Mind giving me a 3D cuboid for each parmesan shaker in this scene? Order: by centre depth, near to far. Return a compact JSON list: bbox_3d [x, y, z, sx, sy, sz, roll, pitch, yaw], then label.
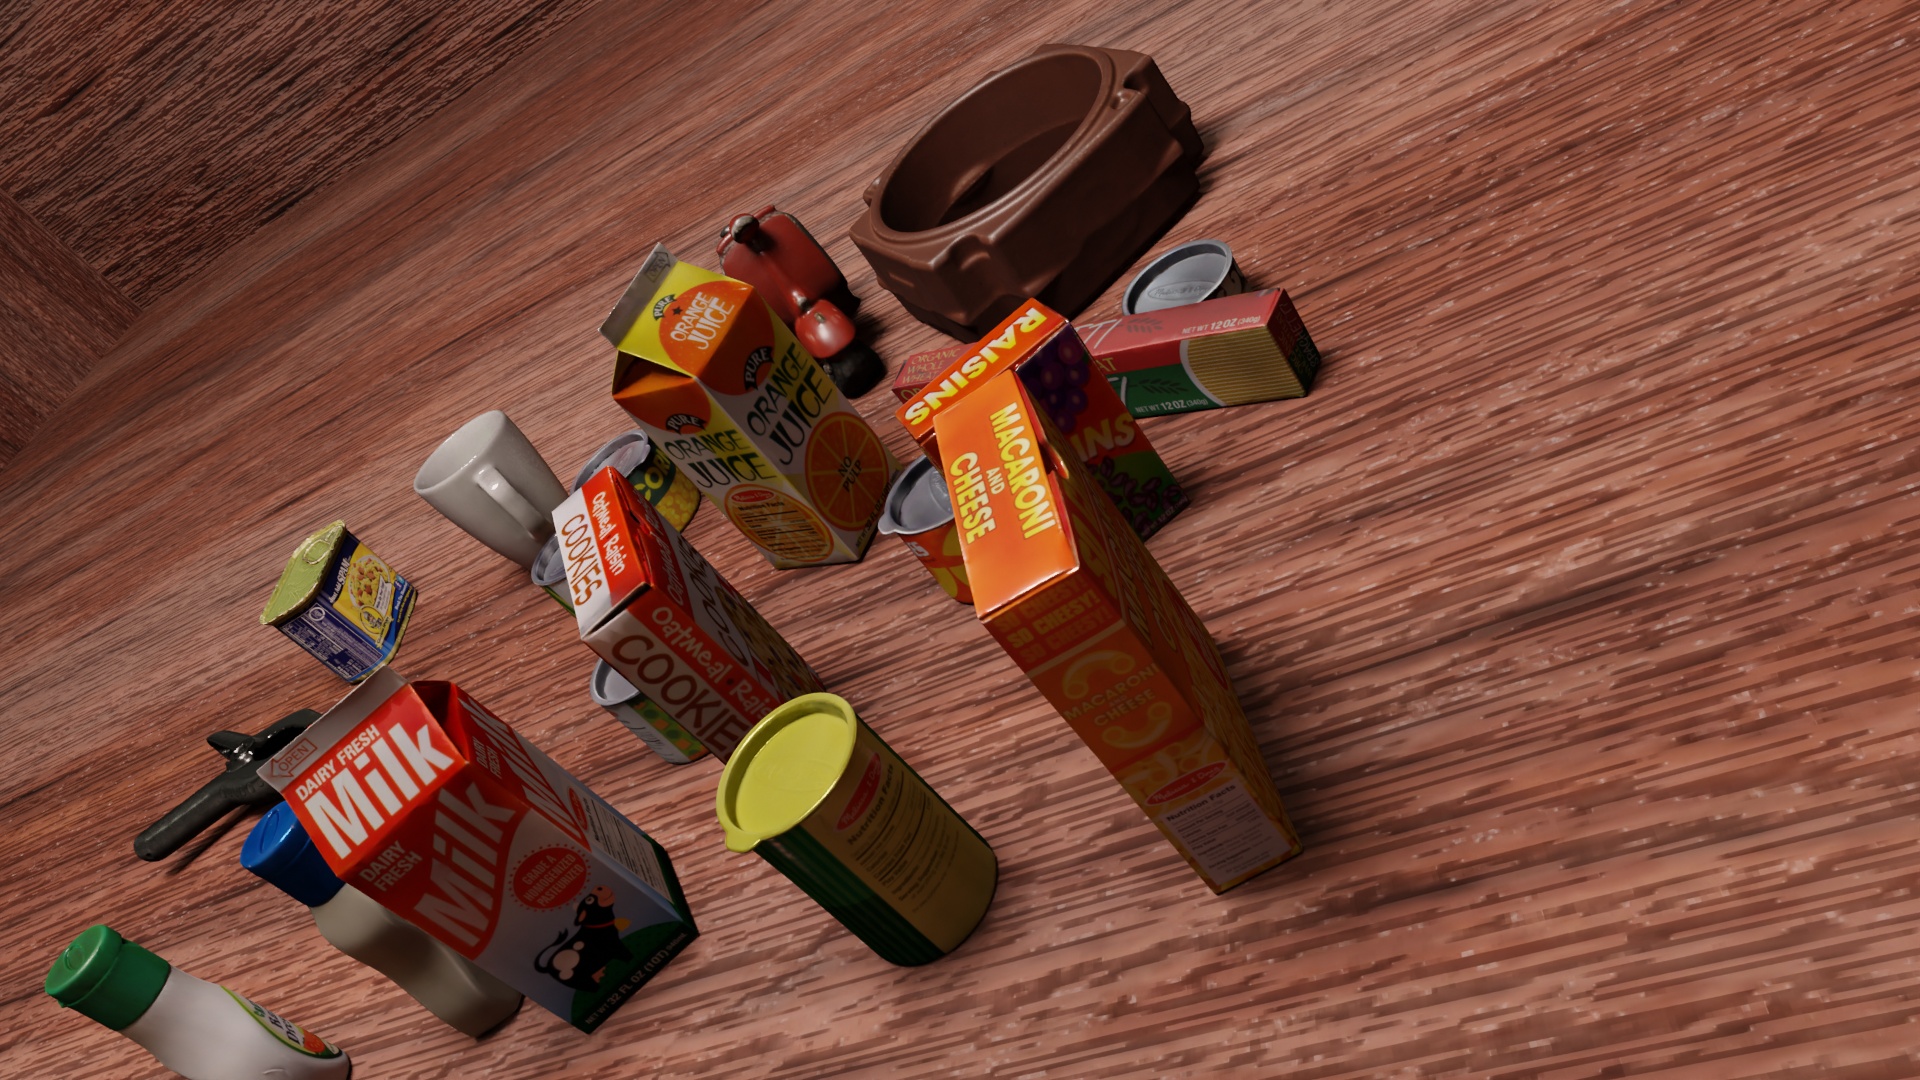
[{"bbox_3d":[-0.041,0.120,0.556,0.071,0.102,0.072,-25,36,20],"label":"parmesan shaker"}]

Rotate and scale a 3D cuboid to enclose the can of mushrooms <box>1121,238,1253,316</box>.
[{"bbox_3d":[0.122,-0.127,0.752,0.071,0.033,0.071,-25,36,20],"label":"can of mushrooms"}]

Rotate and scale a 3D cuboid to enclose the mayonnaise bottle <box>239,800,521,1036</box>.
[{"bbox_3d":[-0.273,0.178,0.668,0.041,0.147,0.065,-35,34,7],"label":"mayonnaise bottle"}]

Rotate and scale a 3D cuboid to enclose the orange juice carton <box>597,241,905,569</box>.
[{"bbox_3d":[-0.121,-0.072,0.775,0.073,0.192,0.072,-7,45,39],"label":"orange juice carton"}]

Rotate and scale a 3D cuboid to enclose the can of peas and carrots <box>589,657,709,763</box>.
[{"bbox_3d":[-0.155,0.077,0.754,0.071,0.058,0.071,-25,36,20],"label":"can of peas and carrots"}]

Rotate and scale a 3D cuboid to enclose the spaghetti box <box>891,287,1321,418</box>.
[{"bbox_3d":[0.067,-0.089,0.744,0.250,0.050,0.029,-4,47,41],"label":"spaghetti box"}]

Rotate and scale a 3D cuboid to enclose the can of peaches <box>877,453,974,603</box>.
[{"bbox_3d":[0.003,-0.009,0.705,0.071,0.058,0.071,-25,36,20],"label":"can of peaches"}]

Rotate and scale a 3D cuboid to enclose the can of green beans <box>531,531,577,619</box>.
[{"bbox_3d":[-0.230,0.020,0.892,0.071,0.057,0.071,-25,36,20],"label":"can of green beans"}]

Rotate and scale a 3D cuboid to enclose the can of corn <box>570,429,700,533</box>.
[{"bbox_3d":[-0.218,-0.032,0.941,0.071,0.058,0.071,-25,36,20],"label":"can of corn"}]

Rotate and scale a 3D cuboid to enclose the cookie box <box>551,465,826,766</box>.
[{"bbox_3d":[-0.113,0.053,0.644,0.040,0.167,0.123,-40,34,0],"label":"cookie box"}]

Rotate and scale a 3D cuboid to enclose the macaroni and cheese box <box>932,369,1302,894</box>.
[{"bbox_3d":[0.057,0.032,0.508,0.040,0.166,0.124,-31,34,13],"label":"macaroni and cheese box"}]

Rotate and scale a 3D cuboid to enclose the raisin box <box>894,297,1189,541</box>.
[{"bbox_3d":[0.039,-0.038,0.645,0.086,0.123,0.040,-39,33,0],"label":"raisin box"}]

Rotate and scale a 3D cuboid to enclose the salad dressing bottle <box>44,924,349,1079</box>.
[{"bbox_3d":[-0.376,0.243,0.690,0.064,0.147,0.044,6,55,47],"label":"salad dressing bottle"}]

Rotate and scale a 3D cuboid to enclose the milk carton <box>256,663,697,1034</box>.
[{"bbox_3d":[-0.213,0.134,0.624,0.072,0.190,0.073,-42,34,-3],"label":"milk carton"}]
